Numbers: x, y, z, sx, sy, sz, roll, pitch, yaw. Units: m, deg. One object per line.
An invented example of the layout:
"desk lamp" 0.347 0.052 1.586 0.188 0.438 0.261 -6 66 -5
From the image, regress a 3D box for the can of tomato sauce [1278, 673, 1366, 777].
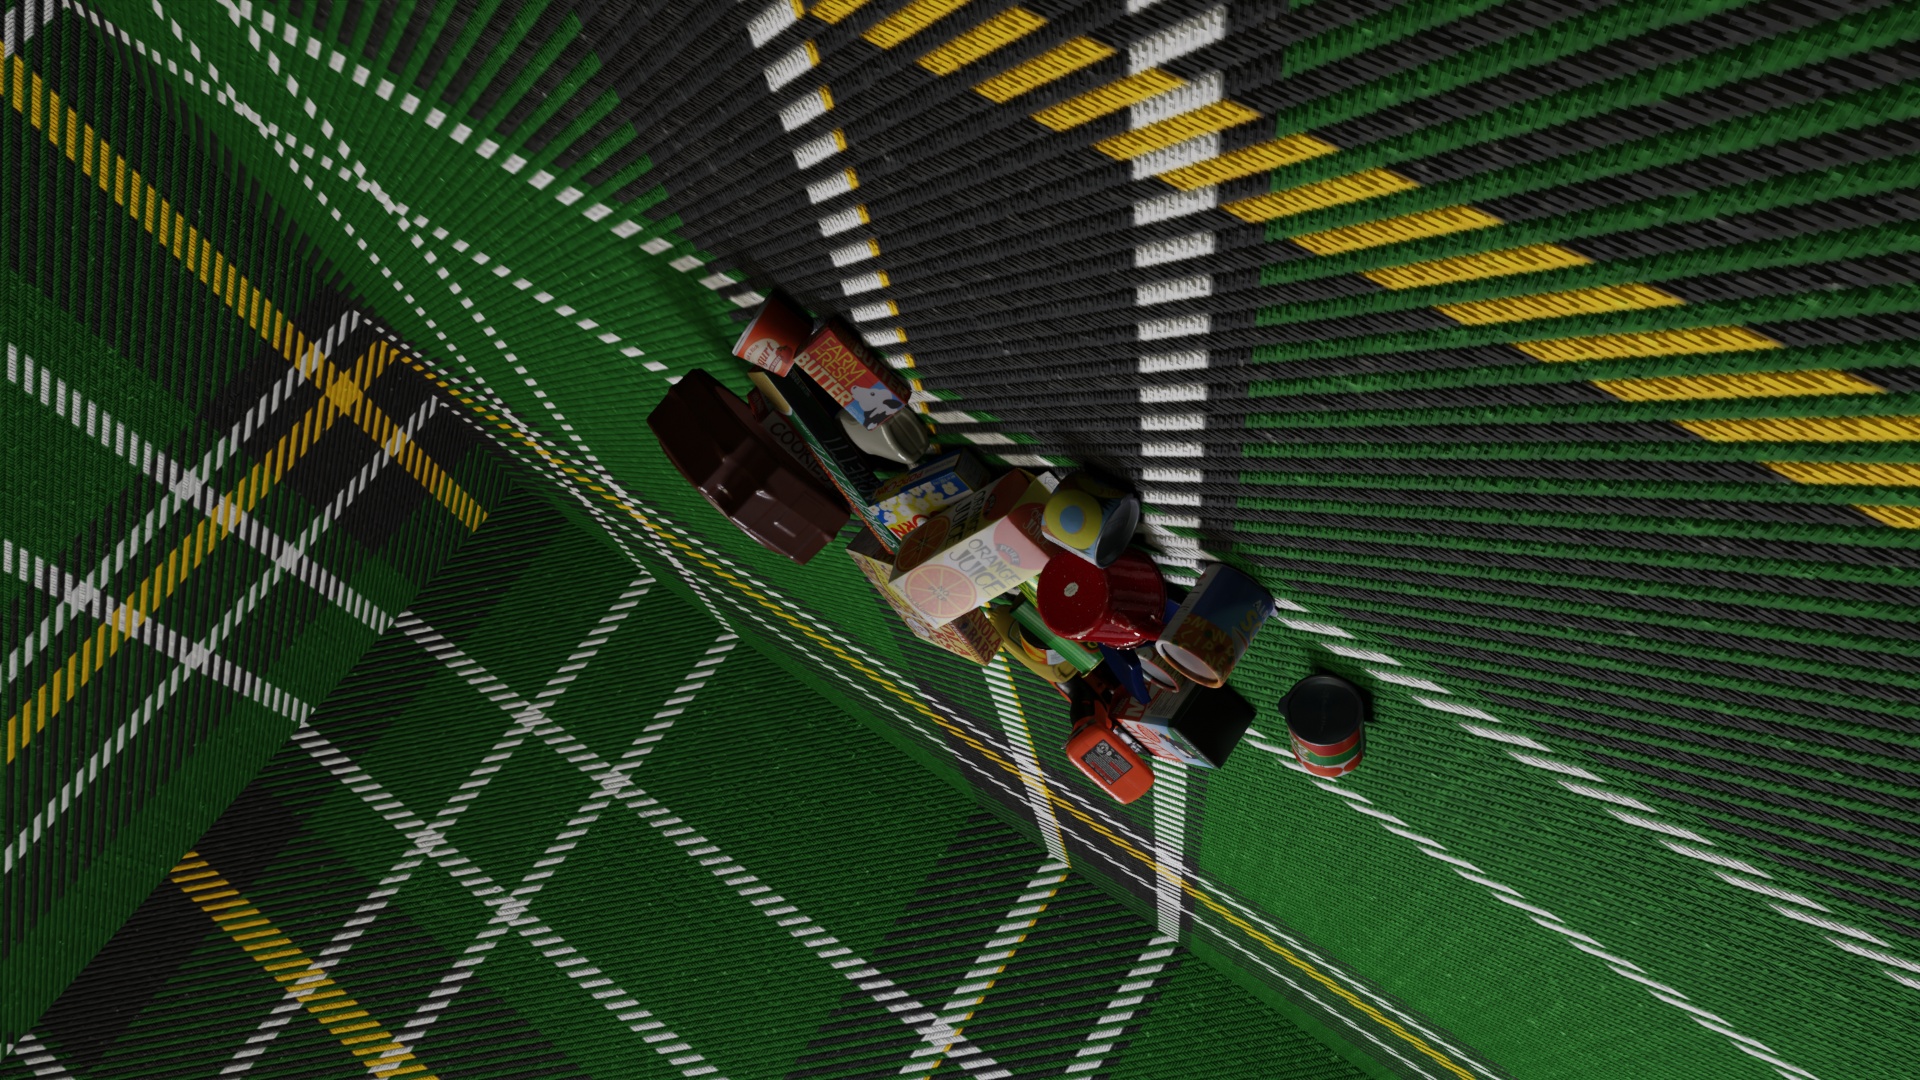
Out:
"can of tomato sauce" 0.320 0.164 1.222 0.071 0.071 0.082 28 163 30

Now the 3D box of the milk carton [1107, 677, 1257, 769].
"milk carton" 0.225 0.187 1.490 0.072 0.073 0.190 42 164 -14

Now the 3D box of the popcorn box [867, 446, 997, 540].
"popcorn box" -0.017 -0.035 1.361 0.126 0.038 0.085 -20 126 42

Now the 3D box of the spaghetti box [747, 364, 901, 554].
"spaghetti box" -0.122 -0.082 1.402 0.249 0.029 0.050 53 162 -22

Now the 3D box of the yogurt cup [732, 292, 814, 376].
"yogurt cup" -0.174 -0.190 1.301 0.054 0.072 0.072 32 166 -10

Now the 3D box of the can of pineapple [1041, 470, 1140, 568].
"can of pineapple" 0.110 -0.020 1.163 0.058 0.071 0.070 29 163 27

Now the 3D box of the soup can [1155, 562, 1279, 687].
"soup can" 0.215 0.073 1.160 0.071 0.084 0.071 34 164 11

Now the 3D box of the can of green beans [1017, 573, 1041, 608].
"can of green beans" 0.082 0.026 1.355 0.057 0.071 0.071 47 162 -32

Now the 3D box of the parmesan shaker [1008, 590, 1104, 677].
"parmesan shaker" 0.108 0.085 1.455 0.103 0.071 0.071 39 164 -5

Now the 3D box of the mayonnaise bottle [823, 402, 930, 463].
"mayonnaise bottle" -0.091 -0.113 1.384 0.148 0.041 0.064 17 150 55

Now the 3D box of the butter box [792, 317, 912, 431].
"butter box" -0.099 -0.151 1.272 0.053 0.024 0.103 -33 115 33

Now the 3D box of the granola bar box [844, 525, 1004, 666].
"granola bar box" -0.038 0.060 1.531 0.124 0.039 0.165 19 153 45

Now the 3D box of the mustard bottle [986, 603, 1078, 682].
"mustard bottle" 0.077 0.110 1.619 0.160 0.065 0.048 27 162 47

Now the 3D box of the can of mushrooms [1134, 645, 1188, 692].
"can of mushrooms" 0.207 0.124 1.424 0.071 0.033 0.071 35 164 12

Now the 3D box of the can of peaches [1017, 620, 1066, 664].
"can of peaches" 0.096 0.096 1.529 0.071 0.071 0.058 32 164 18

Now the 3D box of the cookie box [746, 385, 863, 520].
"cookie box" -0.154 -0.098 1.496 0.167 0.040 0.123 44 -177 -23

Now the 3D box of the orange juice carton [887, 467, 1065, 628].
"orange juice carton" 0.029 0.001 1.289 0.192 0.073 0.071 -30 118 32
